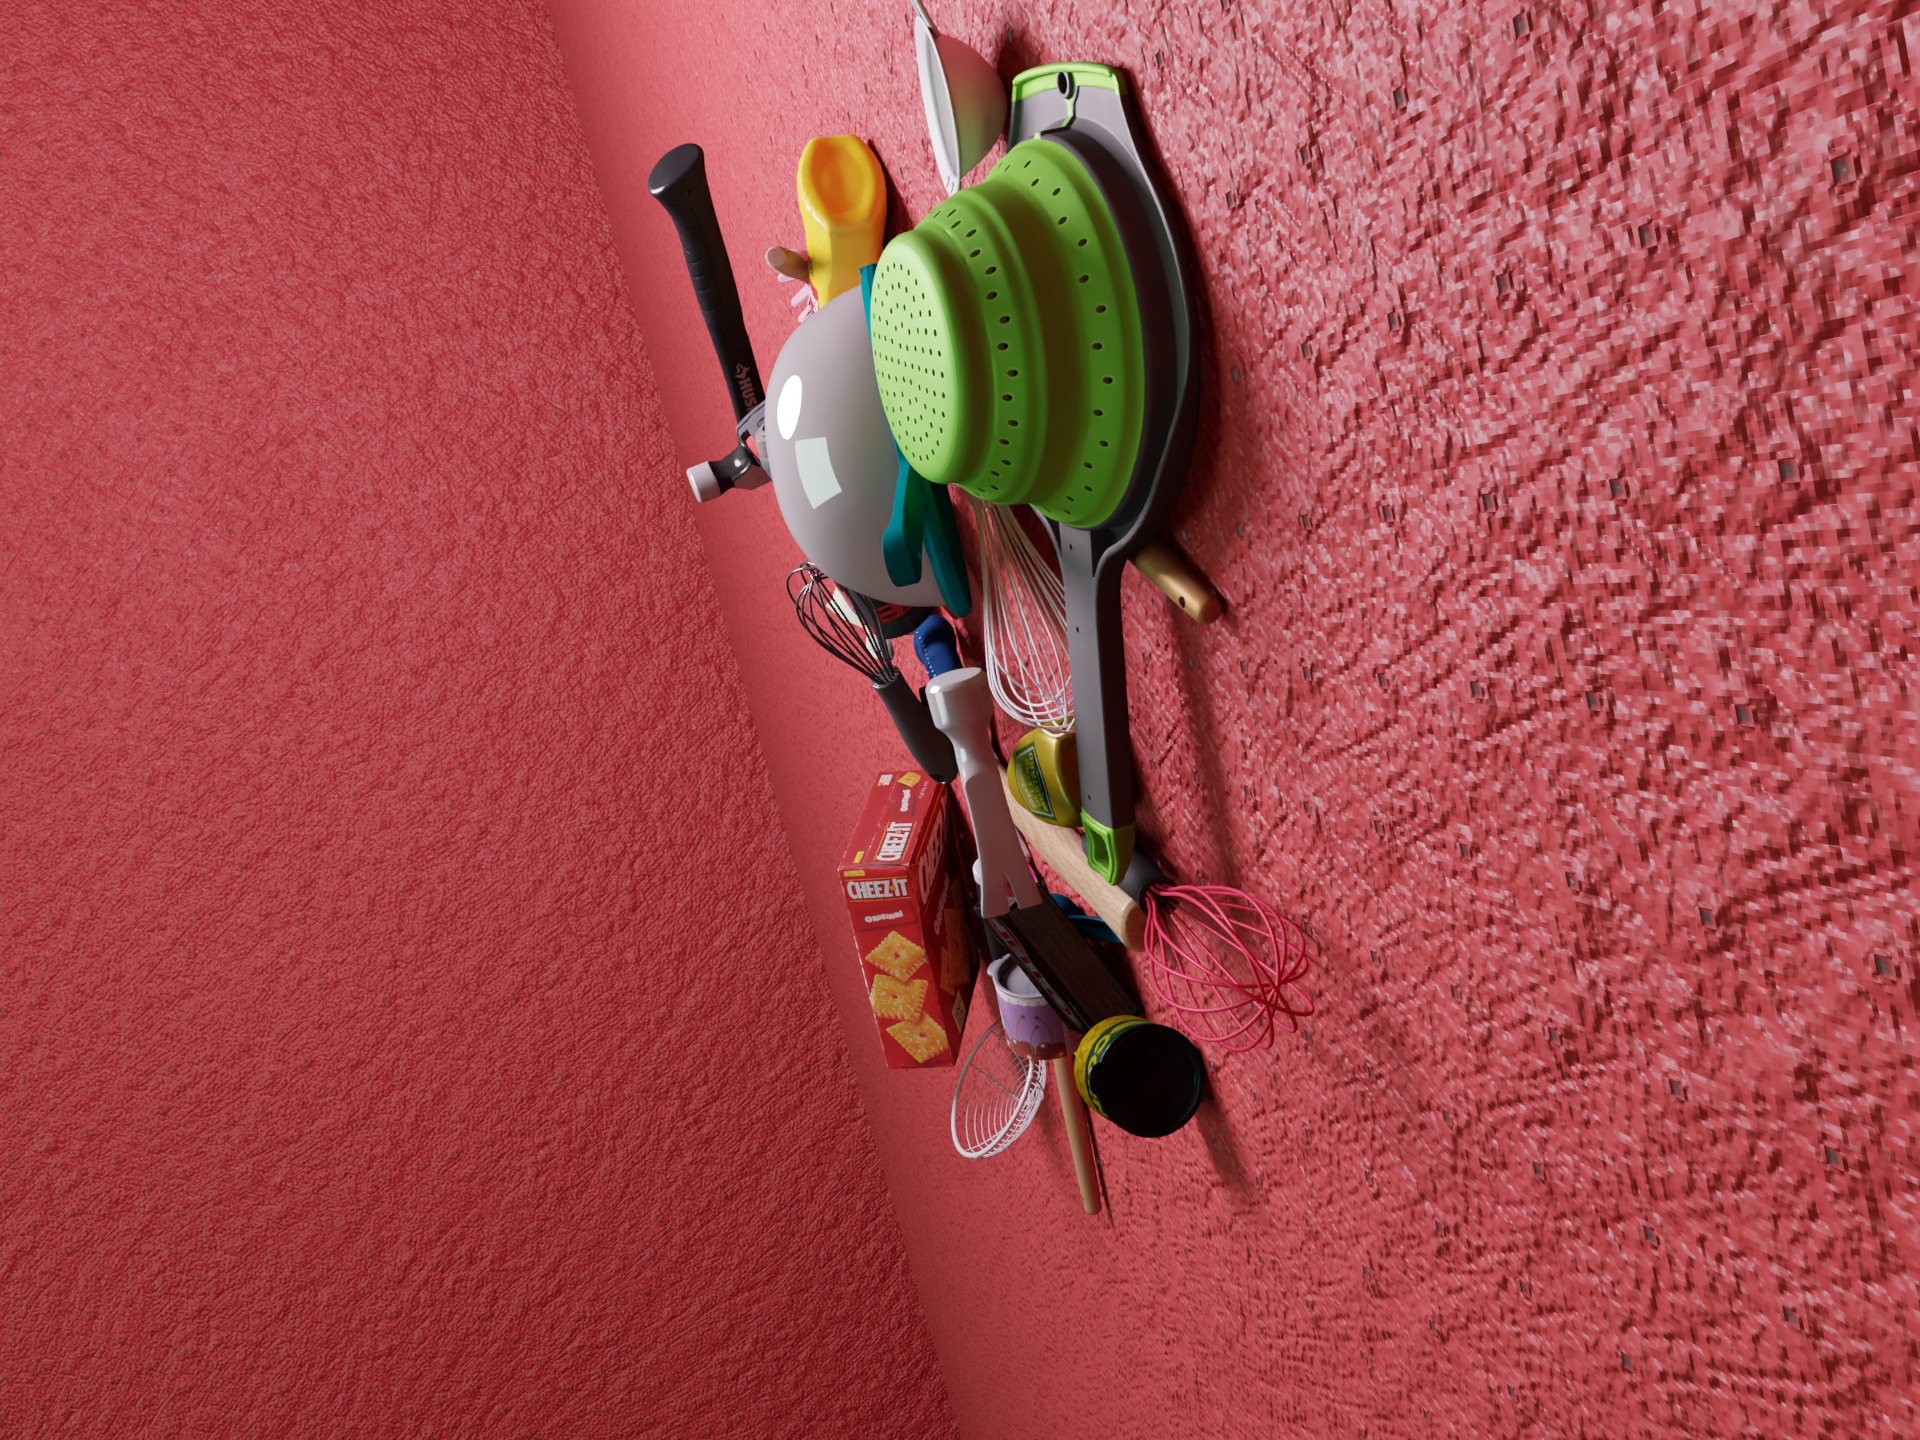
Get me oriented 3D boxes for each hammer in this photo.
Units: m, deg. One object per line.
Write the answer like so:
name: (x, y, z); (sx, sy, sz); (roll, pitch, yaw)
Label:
hammer: (-0.002, -0.003, 1.034); (0.406, 0.035, 0.144); (-108, 4, -75)
hammer: (0.058, 0.078, 1.079); (0.331, 0.031, 0.130); (-137, 33, -66)
hammer: (-0.178, -0.309, 1.254); (0.334, 0.146, 0.035); (80, 165, -57)

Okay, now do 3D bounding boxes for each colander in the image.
colander: (0.027, -0.093, 0.751); (0.205, 0.094, 0.396); (-141, 41, -61)

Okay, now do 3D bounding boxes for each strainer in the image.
strainer: (0.000, -0.250, 0.826); (0.087, 0.050, 0.258); (-109, 14, -54)
strainer: (-0.062, -0.128, 0.880); (0.341, 0.095, 0.210); (-91, -14, -67)

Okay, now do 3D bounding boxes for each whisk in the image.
whisk: (0.024, -0.112, 0.939); (0.070, 0.070, 0.285); (95, 160, -60)
whisk: (0.109, 0.098, 0.824); (0.296, 0.073, 0.073); (-134, 29, -75)
whisk: (-0.056, -0.029, 1.137); (0.238, 0.055, 0.055); (58, 180, -42)

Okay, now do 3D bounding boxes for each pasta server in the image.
pasta server: (-0.127, -0.331, 1.177); (0.060, 0.040, 0.316); (61, -174, -12)

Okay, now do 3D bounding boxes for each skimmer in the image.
skimmer: (0.014, 0.226, 1.271); (0.362, 0.090, 0.127); (79, -166, -47)

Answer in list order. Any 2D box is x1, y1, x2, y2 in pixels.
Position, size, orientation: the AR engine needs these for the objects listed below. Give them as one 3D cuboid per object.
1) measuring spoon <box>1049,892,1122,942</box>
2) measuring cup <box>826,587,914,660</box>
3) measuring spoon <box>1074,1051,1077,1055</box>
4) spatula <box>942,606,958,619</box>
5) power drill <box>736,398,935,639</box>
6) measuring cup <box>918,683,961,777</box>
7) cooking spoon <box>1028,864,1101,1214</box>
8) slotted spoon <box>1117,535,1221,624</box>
measuring spoon: (0.087, 0.133, 1.070); (0.042, 0.021, 0.128); (54, 161, -10)
measuring cup: (-0.060, -0.085, 1.231); (0.168, 0.083, 0.038); (-104, 28, -71)
measuring spoon: (0.093, 0.245, 1.182); (0.117, 0.011, 0.021); (55, 155, 31)
spatula: (-0.055, -0.188, 1.197); (0.080, 0.041, 0.323); (53, -175, -38)
power drill: (-0.104, -0.179, 1.189); (0.187, 0.080, 0.227); (54, -175, -35)
measuring cup: (0.014, 0.038, 1.258); (0.156, 0.029, 0.062); (63, 169, -9)
cooking spoon: (0.079, 0.255, 1.251); (0.069, 0.017, 0.318); (-140, 36, -67)
slotted spoon: (0.055, -0.131, 0.832); (0.314, 0.031, 0.070); (-124, 24, -50)
